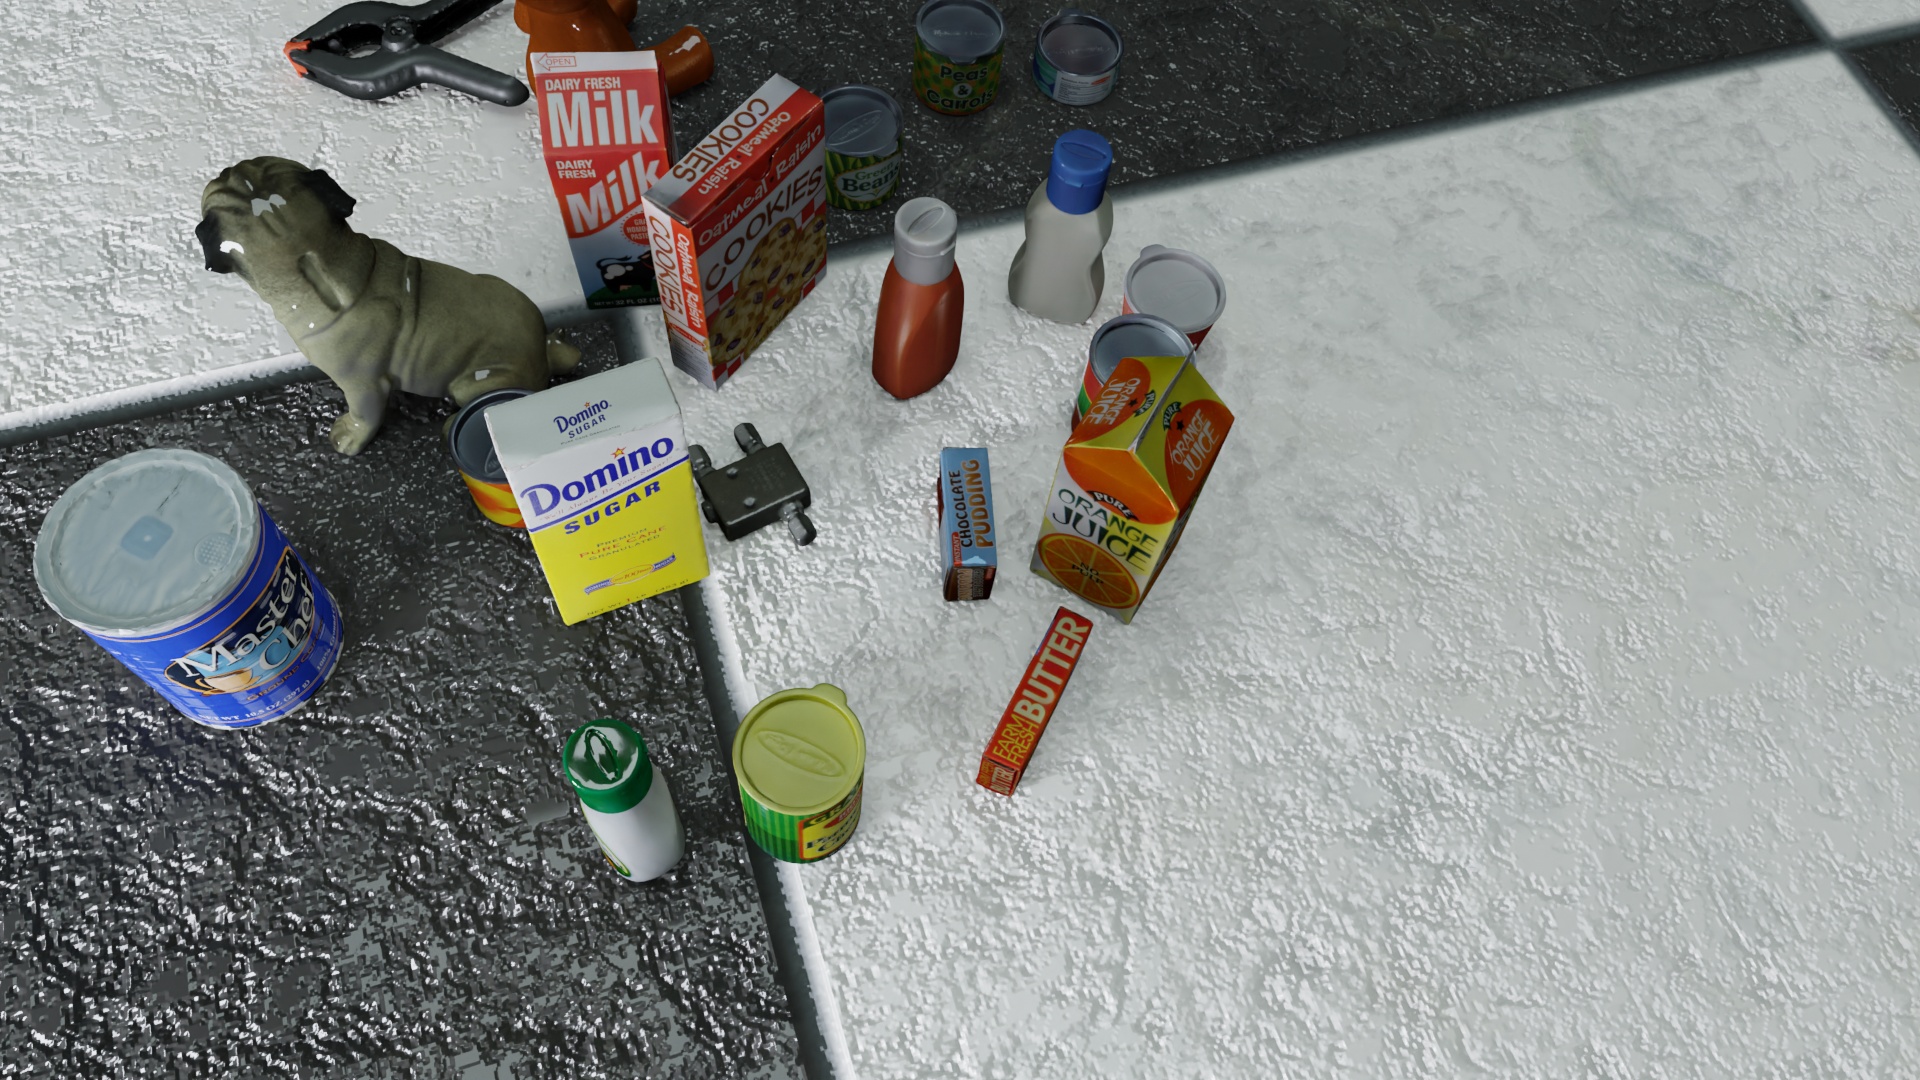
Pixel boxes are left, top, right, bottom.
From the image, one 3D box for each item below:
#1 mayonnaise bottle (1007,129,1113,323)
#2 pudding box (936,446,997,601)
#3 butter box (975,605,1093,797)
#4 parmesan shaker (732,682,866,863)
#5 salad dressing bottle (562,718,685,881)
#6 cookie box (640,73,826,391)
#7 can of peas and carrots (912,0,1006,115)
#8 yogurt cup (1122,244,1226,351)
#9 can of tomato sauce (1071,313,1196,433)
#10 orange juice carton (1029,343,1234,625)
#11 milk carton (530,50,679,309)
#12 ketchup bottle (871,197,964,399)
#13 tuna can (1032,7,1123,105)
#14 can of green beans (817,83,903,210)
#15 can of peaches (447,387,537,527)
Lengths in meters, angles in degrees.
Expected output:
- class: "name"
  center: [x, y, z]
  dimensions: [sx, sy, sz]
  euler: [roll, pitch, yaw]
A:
- class: "mayonnaise bottle"
  center: [0.069, -0.200, 0.897]
  dimensions: [0.065, 0.147, 0.041]
  euler: [18, 63, 4]
- class: "pudding box"
  center: [0.003, -0.011, 0.847]
  dimensions: [0.030, 0.049, 0.084]
  euler: [-2, 63, -6]
- class: "butter box"
  center: [0.042, 0.093, 0.795]
  dimensions: [0.024, 0.053, 0.104]
  euler: [26, 63, 8]
- class: "parmesan shaker"
  center: [-0.083, 0.125, 0.739]
  dimensions: [0.071, 0.102, 0.071]
  euler: [2, 63, -4]
- class: "salad dressing bottle"
  center: [-0.170, 0.131, 0.703]
  dimensions: [0.044, 0.147, 0.064]
  euler: [-26, 68, -17]
- class: "cookie box"
  center: [-0.133, -0.186, 0.861]
  dimensions: [0.040, 0.166, 0.123]
  euler: [33, 65, 12]
- class: "can of peas and carrots"
  center: [-0.001, -0.355, 1.022]
  dimensions: [0.071, 0.058, 0.071]
  euler: [2, 62, -4]
- class: "yogurt cup"
  center: [0.139, -0.153, 0.932]
  dimensions: [0.072, 0.053, 0.073]
  euler: [2, 62, -4]
- class: "can of tomato sauce"
  center: [0.109, -0.091, 0.880]
  dimensions: [0.071, 0.082, 0.071]
  euler: [2, 63, -4]
- class: "orange juice carton"
  center: [0.097, -0.033, 0.787]
  dimensions: [0.073, 0.191, 0.072]
  euler: [30, 64, 10]
- class: "milk carton"
  center: [-0.213, -0.231, 0.865]
  dimensions: [0.072, 0.189, 0.074]
  euler: [-5, 63, -7]
- class: "ketchup bottle"
  center: [-0.024, -0.150, 0.862]
  dimensions: [0.043, 0.148, 0.065]
  euler: [40, 67, 15]
- class: "tuna can"
  center: [0.088, -0.366, 1.050]
  dimensions: [0.071, 0.032, 0.071]
  euler: [2, 62, -4]
- class: "can of green beans"
  center: [-0.074, -0.275, 0.975]
  dimensions: [0.071, 0.057, 0.071]
  euler: [2, 62, -4]
- class: "can of peaches"
  center: [-0.266, -0.048, 0.839]
  dimensions: [0.071, 0.057, 0.071]
  euler: [2, 62, -4]
